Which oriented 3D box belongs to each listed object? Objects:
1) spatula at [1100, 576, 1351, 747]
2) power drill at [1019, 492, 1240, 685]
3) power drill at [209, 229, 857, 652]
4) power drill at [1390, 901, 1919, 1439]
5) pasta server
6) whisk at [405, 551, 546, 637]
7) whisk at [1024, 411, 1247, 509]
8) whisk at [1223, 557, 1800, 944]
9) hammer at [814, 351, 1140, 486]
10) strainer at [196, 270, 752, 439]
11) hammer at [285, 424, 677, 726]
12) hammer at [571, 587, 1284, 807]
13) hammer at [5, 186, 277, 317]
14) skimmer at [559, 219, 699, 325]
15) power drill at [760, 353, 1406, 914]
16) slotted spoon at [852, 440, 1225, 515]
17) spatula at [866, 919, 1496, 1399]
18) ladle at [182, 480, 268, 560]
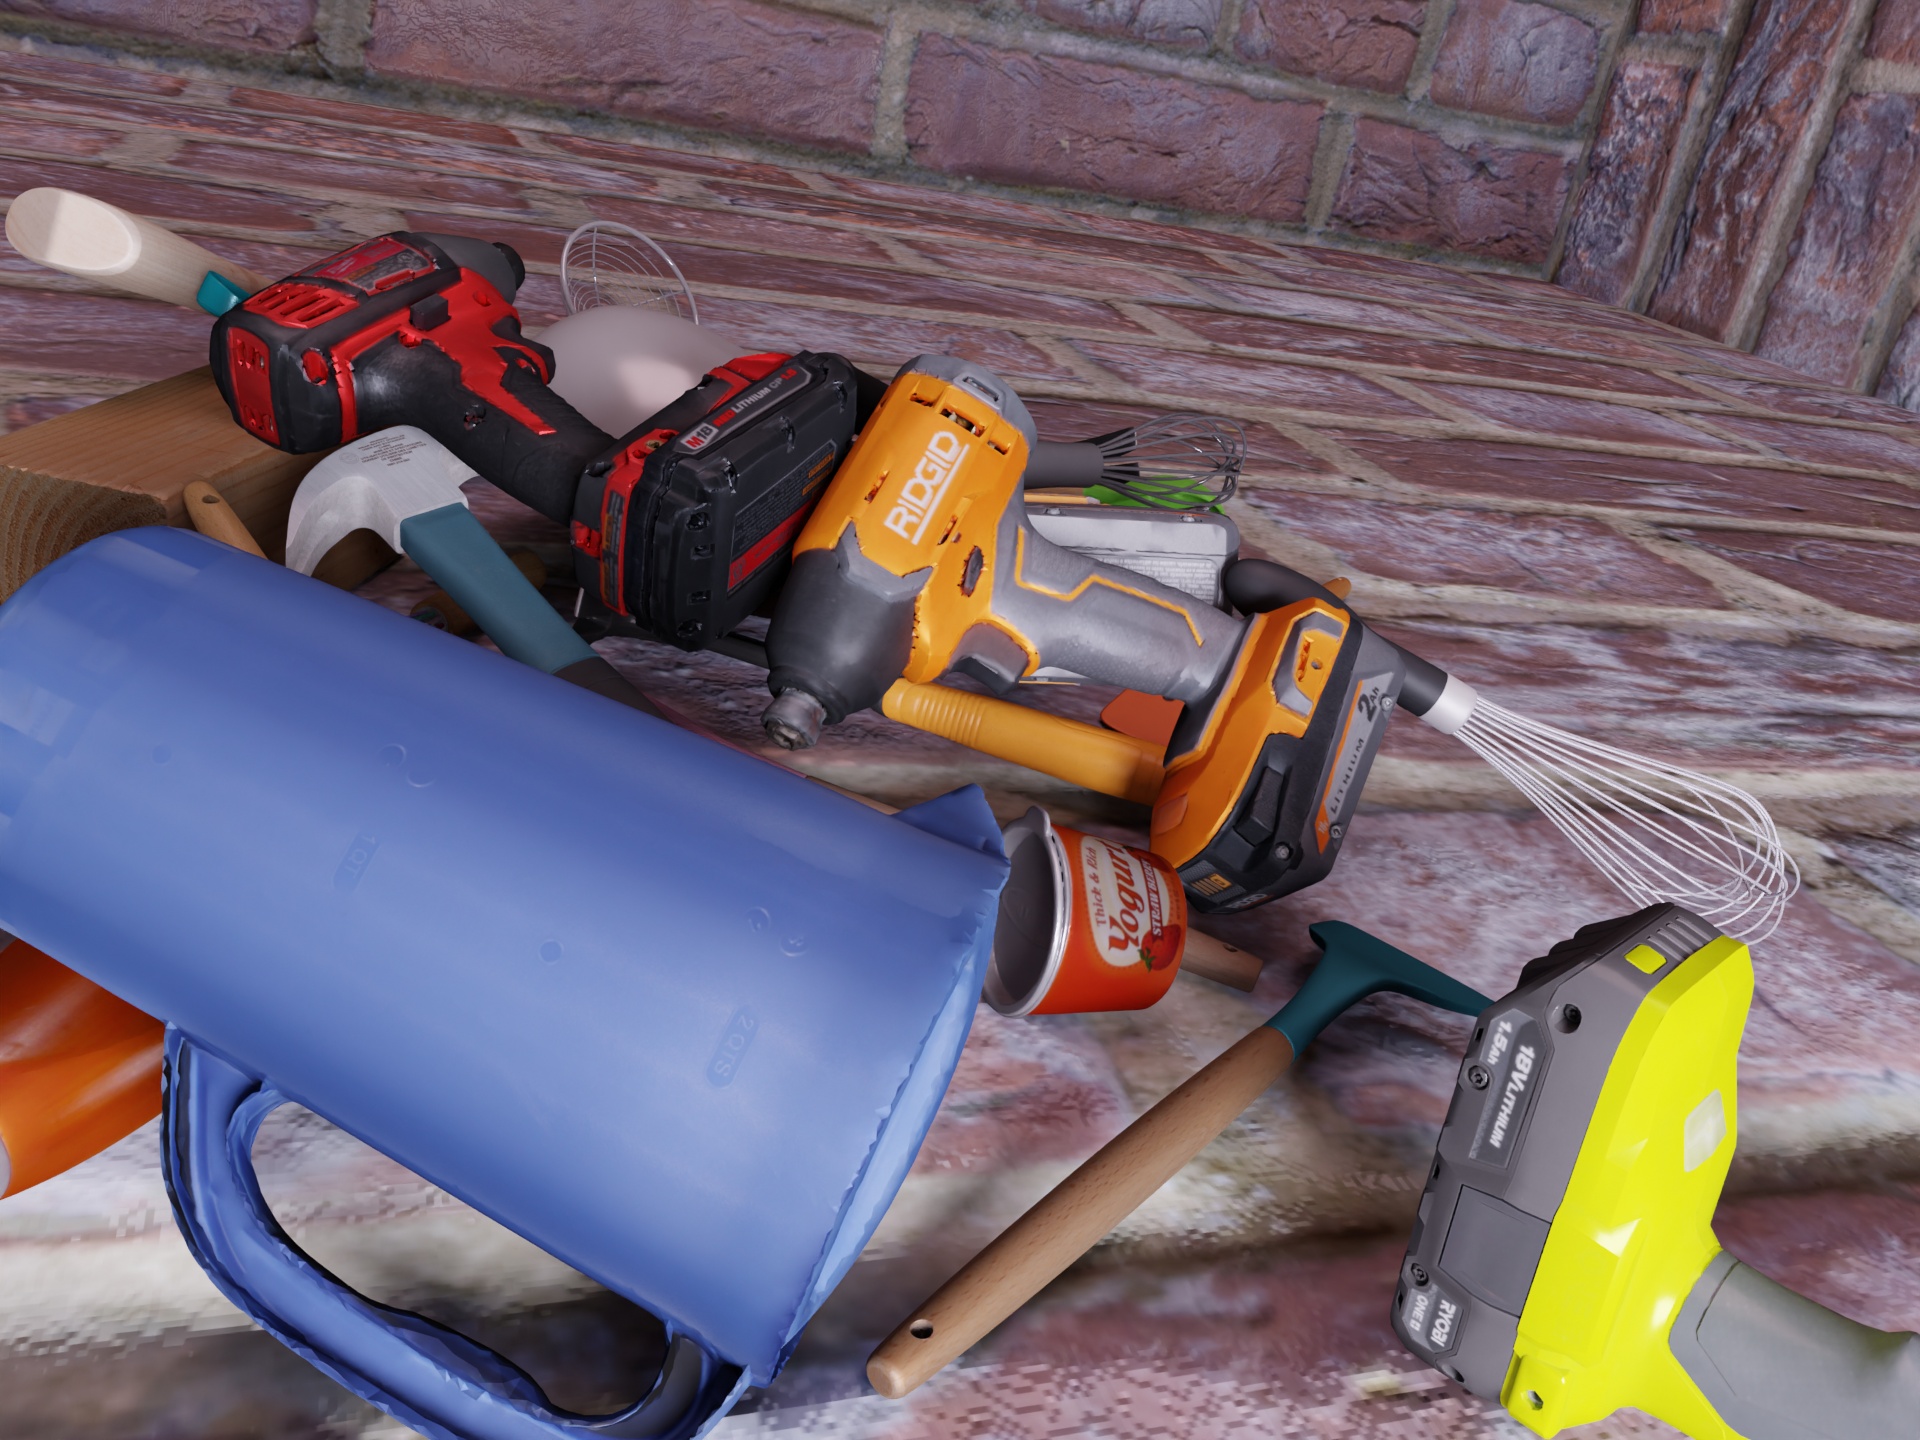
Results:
[{"bbox_3d":[0.174,-0.041,0.890,0.081,0.041,0.322,20,22,21],"label":"spatula"},{"bbox_3d":[0.071,-0.068,0.782,0.185,0.084,0.226,2,9,-9],"label":"power drill"},{"bbox_3d":[-0.157,-0.125,0.615,0.220,0.078,0.143,26,42,14],"label":"power drill"},{"bbox_3d":[0.225,0.132,0.345,0.229,0.190,0.080,26,28,38],"label":"power drill"},{"bbox_3d":[-0.038,0.044,0.612,0.316,0.040,0.060,21,26,11],"label":"pasta server"},{"bbox_3d":[-0.240,-0.038,0.680,0.047,0.051,0.245,9,21,9],"label":"whisk"},{"bbox_3d":[0.065,-0.131,0.804,0.239,0.055,0.055,-8,31,-41],"label":"whisk"},{"bbox_3d":[0.233,0.010,0.675,0.284,0.070,0.070,30,24,-5],"label":"whisk"},{"bbox_3d":[-0.005,-0.151,0.855,0.146,0.035,0.334,-5,-1,19],"label":"hammer"},{"bbox_3d":[-0.182,-0.166,0.771,0.340,0.095,0.211,21,17,-44],"label":"strainer"},{"bbox_3d":[-0.131,-0.007,0.575,0.128,0.033,0.331,-26,57,-37],"label":"hammer"},{"bbox_3d":[-0.001,-0.002,0.691,0.337,0.034,0.127,17,9,6],"label":"hammer"},{"bbox_3d":[-0.317,-0.198,0.830,0.146,0.038,0.410,16,4,17],"label":"hammer"},{"bbox_3d":[-0.197,-0.250,1.094,0.127,0.090,0.364,33,11,-37],"label":"skimmer"},{"bbox_3d":[0.040,-0.018,0.602,0.226,0.084,0.164,31,65,-7],"label":"power drill"},{"bbox_3d":[0.047,-0.126,0.850,0.070,0.031,0.313,-3,-1,38],"label":"slotted spoon"},{"bbox_3d":[0.084,0.123,0.499,0.082,0.044,0.317,29,34,32],"label":"spatula"},{"bbox_3d":[-0.193,0.015,0.519,0.069,0.031,0.316,-15,51,-40],"label":"ladle"}]
